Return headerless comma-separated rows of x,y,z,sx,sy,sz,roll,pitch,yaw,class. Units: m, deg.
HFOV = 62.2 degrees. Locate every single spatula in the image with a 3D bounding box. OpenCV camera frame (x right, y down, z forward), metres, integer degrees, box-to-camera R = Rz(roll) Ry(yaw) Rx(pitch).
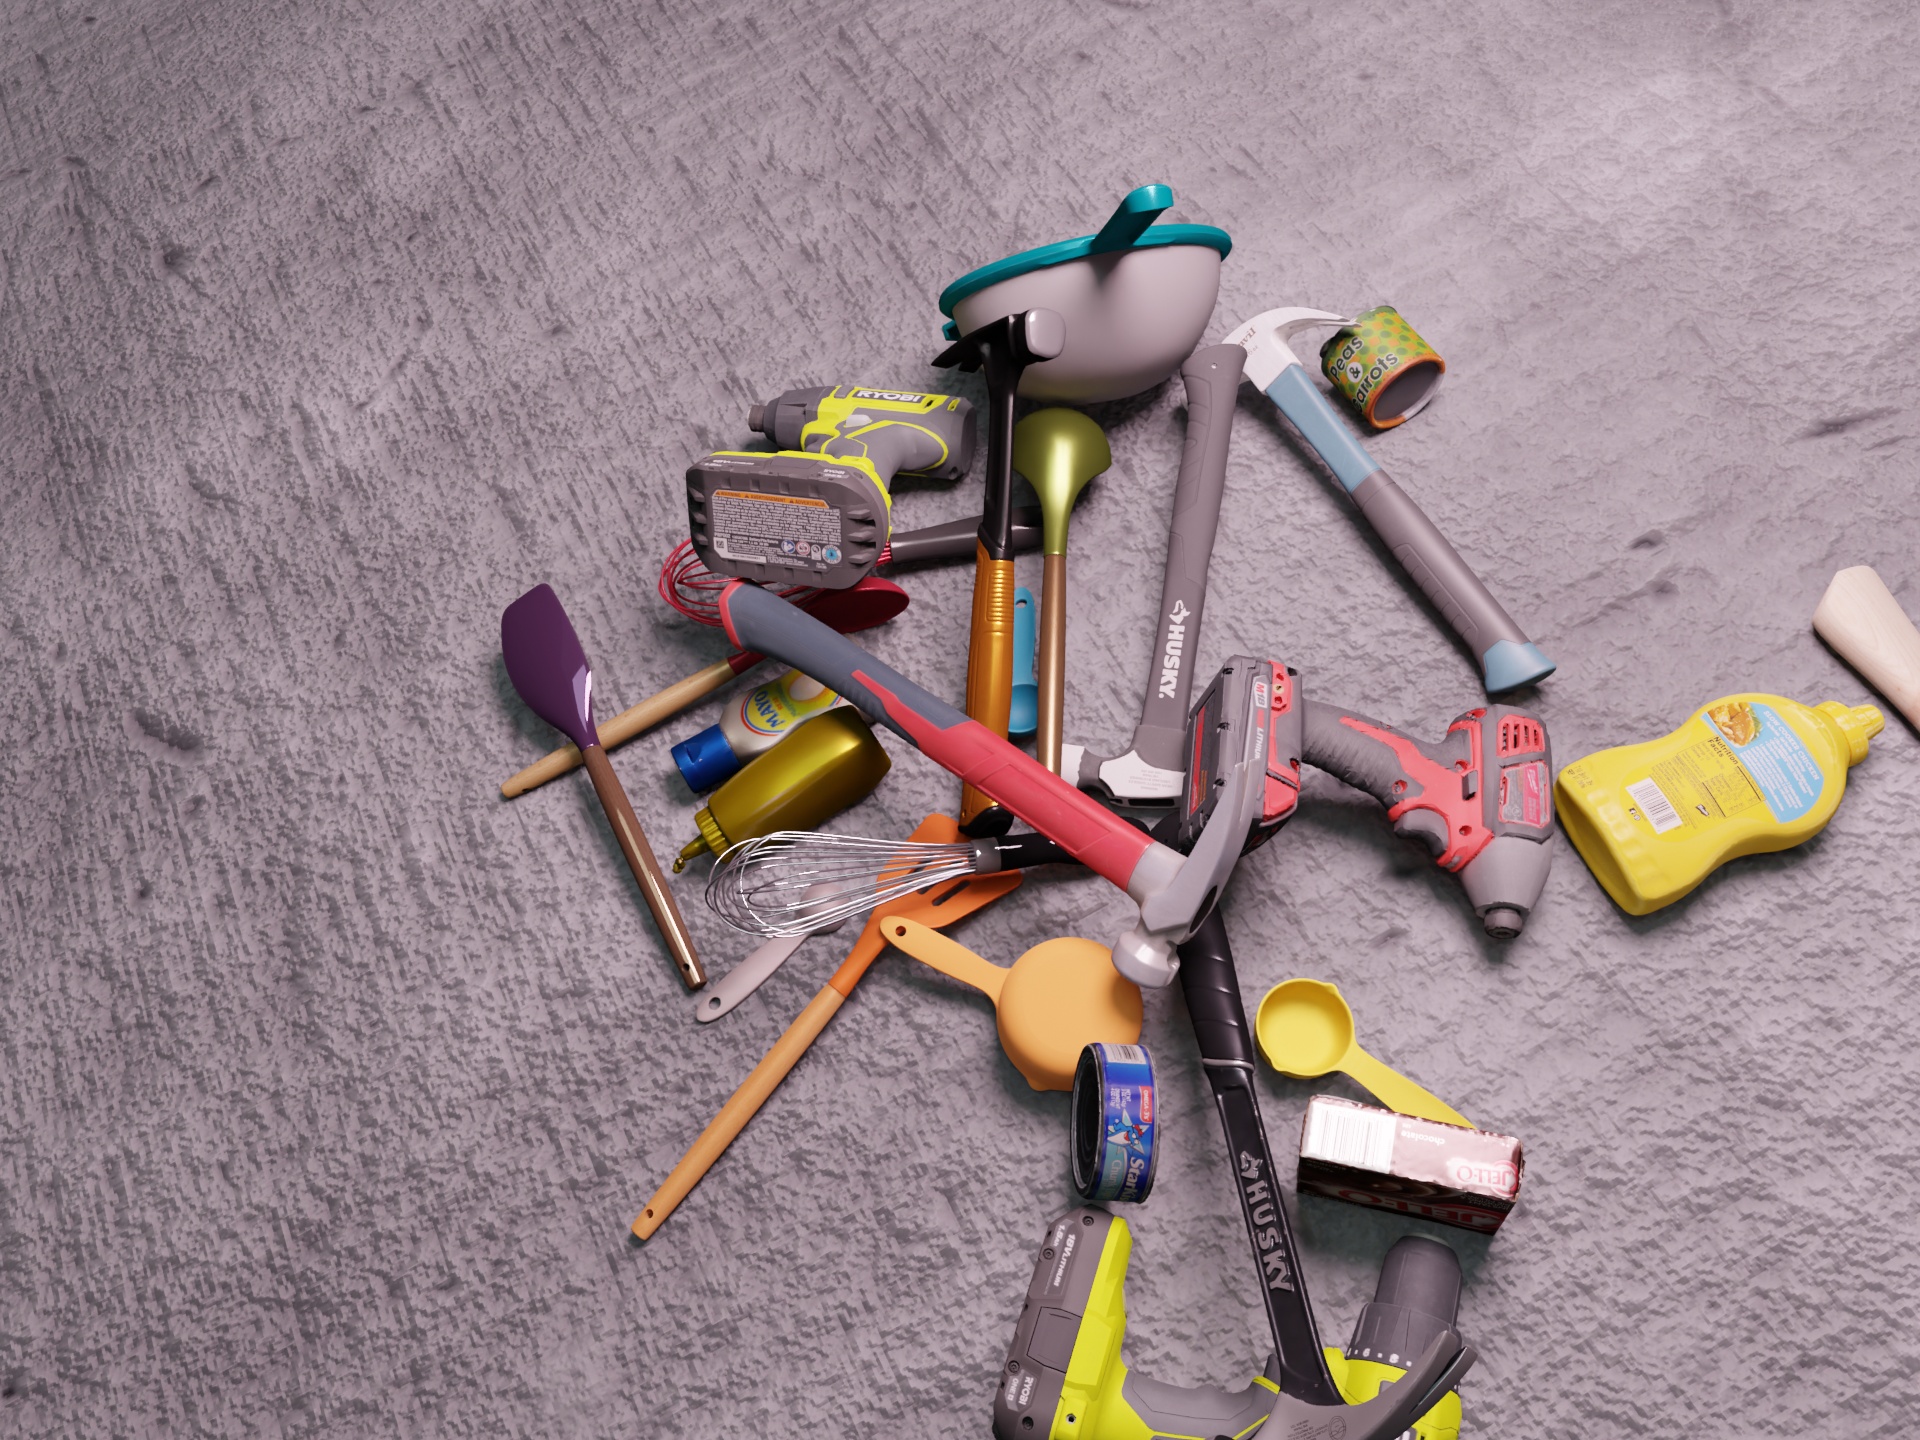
-0.090,0.191,0.993,0.081,0.041,0.322,34,77,25,spatula
-0.242,0.043,1.077,0.060,0.018,0.316,-34,69,11,spatula

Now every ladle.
0.062,-0.079,1.069,0.078,0.062,0.320,2,63,1,ladle
-0.181,-0.024,1.110,0.315,0.069,0.031,-28,69,2,ladle

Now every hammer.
0.282,-0.150,1.077,0.128,0.033,0.331,-46,63,30,hammer
-0.002,-0.003,0.965,0.387,0.038,0.143,34,112,28,hammer
0.633,0.075,0.913,0.146,0.038,0.411,-18,60,-1,hammer
0.018,-0.092,1.044,0.034,0.127,0.337,4,87,-29,hammer
0.158,-0.102,1.068,0.146,0.035,0.335,7,73,13,hammer
0.152,0.200,0.858,0.149,0.036,0.409,-33,36,22,hammer

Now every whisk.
-0.016,0.088,0.985,0.284,0.070,0.070,-7,60,-13,whisk
-0.069,-0.118,1.135,0.296,0.073,0.073,-10,61,-2,whisk

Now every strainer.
0.101,-0.272,1.069,0.211,0.340,0.095,-11,95,-4,strainer

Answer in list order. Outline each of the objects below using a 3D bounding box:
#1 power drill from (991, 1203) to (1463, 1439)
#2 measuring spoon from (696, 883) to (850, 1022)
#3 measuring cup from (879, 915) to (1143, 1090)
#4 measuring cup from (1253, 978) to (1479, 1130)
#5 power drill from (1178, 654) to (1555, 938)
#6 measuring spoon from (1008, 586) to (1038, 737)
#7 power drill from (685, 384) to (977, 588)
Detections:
0.148,0.341,0.839,0.228,0.080,0.191,14,61,15,power drill
-0.123,0.149,1.022,0.124,0.018,0.034,-41,63,-11,measuring spoon
0.028,0.155,0.953,0.173,0.052,0.095,26,71,8,measuring cup
0.240,0.210,0.925,0.156,0.029,0.062,35,73,12,measuring cup
0.249,0.047,0.952,0.219,0.078,0.143,12,63,-6,power drill
0.043,-0.038,1.097,0.042,0.021,0.129,-6,52,10,measuring spoon
-0.098,-0.176,1.112,0.171,0.080,0.223,8,31,13,power drill
